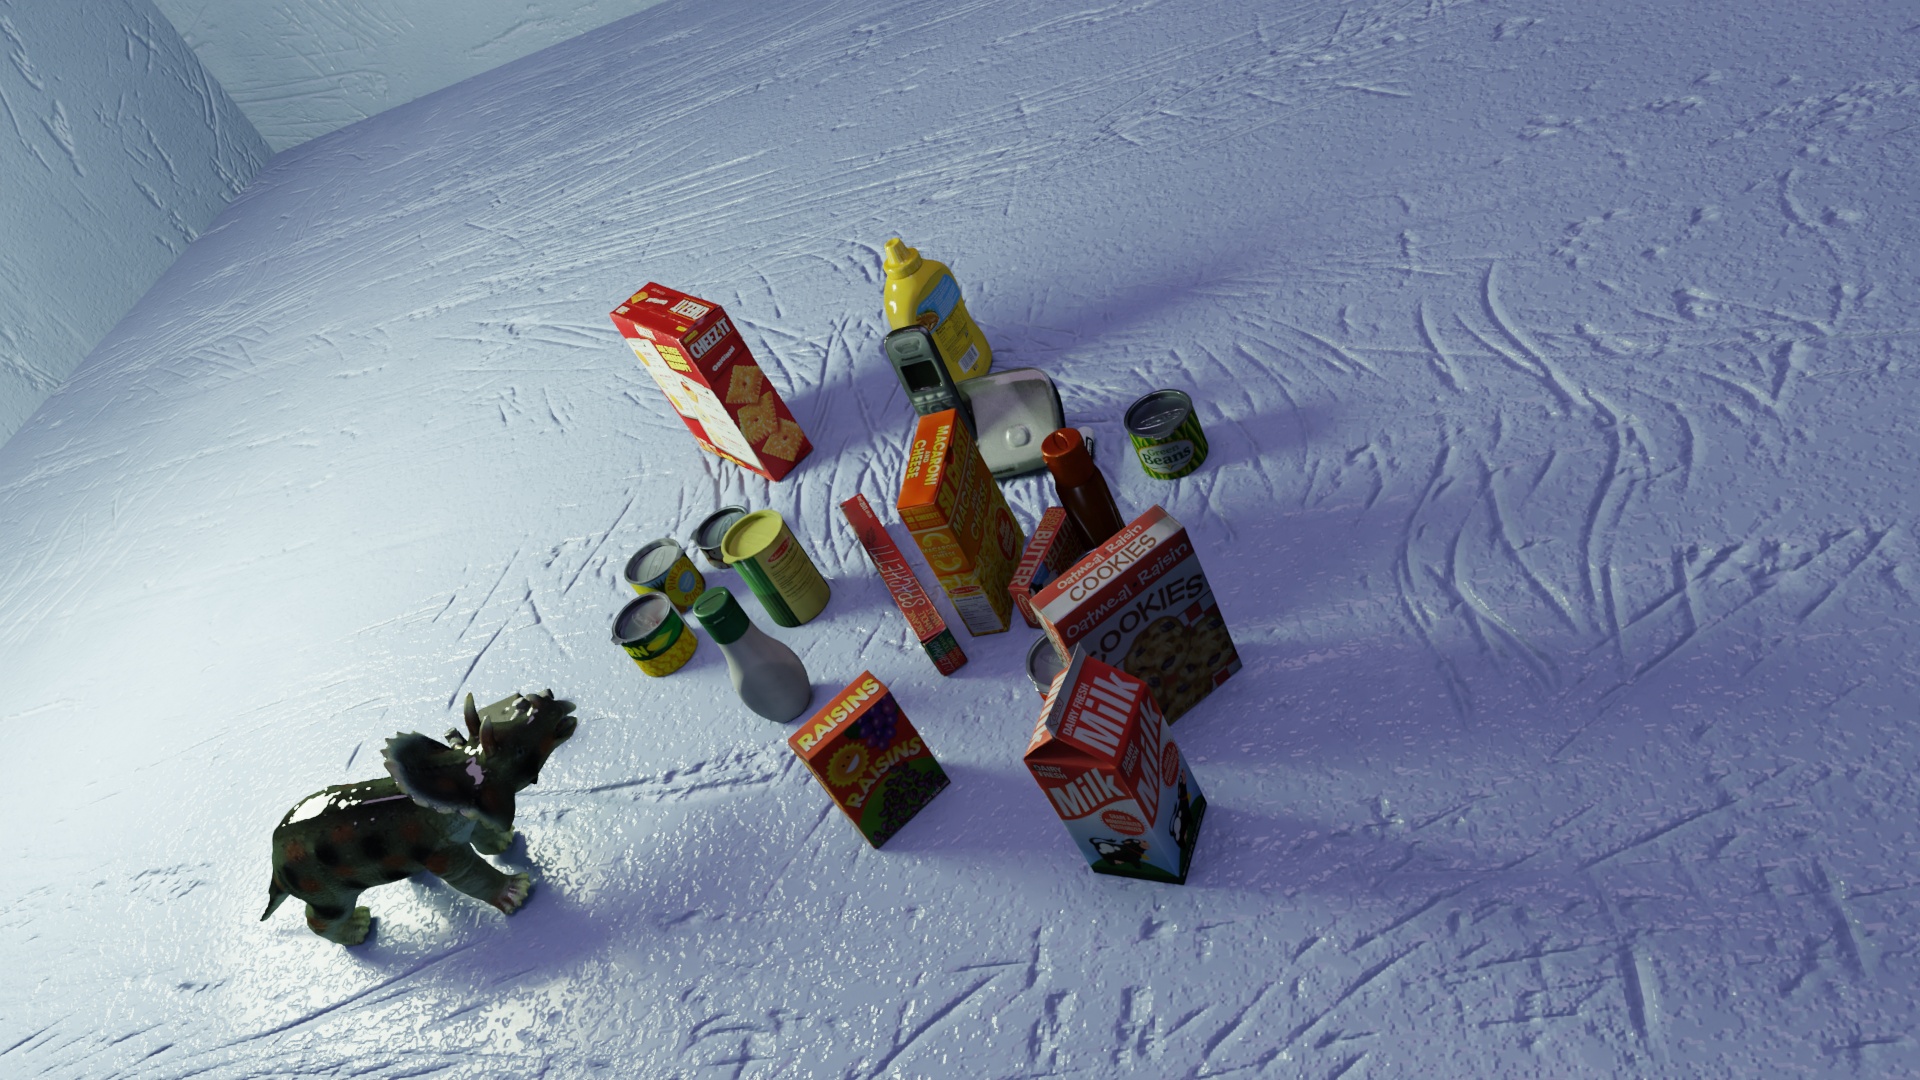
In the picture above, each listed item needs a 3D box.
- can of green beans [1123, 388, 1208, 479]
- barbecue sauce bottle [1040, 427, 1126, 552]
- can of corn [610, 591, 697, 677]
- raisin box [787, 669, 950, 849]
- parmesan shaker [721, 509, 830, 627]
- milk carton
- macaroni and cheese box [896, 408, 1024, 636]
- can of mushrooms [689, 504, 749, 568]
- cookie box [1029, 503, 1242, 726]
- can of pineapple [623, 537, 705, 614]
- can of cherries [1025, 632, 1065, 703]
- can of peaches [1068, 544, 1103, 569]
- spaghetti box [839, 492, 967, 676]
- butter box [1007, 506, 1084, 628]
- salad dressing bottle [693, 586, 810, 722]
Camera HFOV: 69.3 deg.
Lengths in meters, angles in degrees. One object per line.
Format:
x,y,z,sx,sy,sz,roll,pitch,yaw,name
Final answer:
0.194,-0.099,1.304,0.071,0.057,0.071,-17,40,15,can of green beans
0.112,-0.032,1.207,0.044,0.148,0.065,-28,38,2,barbecue sauce bottle
-0.308,0.097,1.396,0.071,0.058,0.071,-17,40,15,can of corn
-0.071,0.176,1.109,0.086,0.123,0.040,-40,39,-14,raisin box
-0.181,0.030,1.355,0.071,0.102,0.072,-17,40,15,parmesan shaker
0.104,0.157,0.968,0.073,0.189,0.073,-1,46,32,milk carton
0.004,-0.016,1.240,0.040,0.165,0.124,-11,42,22,macaroni and cheese box
-0.252,-0.004,1.493,0.071,0.033,0.071,-17,40,15,can of mushrooms
0.137,0.072,1.061,0.123,0.166,0.040,-37,39,-9,cookie box
-0.309,0.040,1.459,0.071,0.057,0.071,-17,40,15,can of pineapple
0.092,0.113,1.130,0.071,0.058,0.072,-17,40,15,can of cherries
0.132,0.046,1.181,0.071,0.057,0.071,-17,40,15,can of peaches
-0.058,0.037,1.314,0.029,0.050,0.251,-32,38,-3,spaghetti box
0.079,0.023,1.243,0.024,0.053,0.104,1,47,33,butter box
-0.187,0.102,1.243,0.064,0.147,0.044,-29,38,0,salad dressing bottle
